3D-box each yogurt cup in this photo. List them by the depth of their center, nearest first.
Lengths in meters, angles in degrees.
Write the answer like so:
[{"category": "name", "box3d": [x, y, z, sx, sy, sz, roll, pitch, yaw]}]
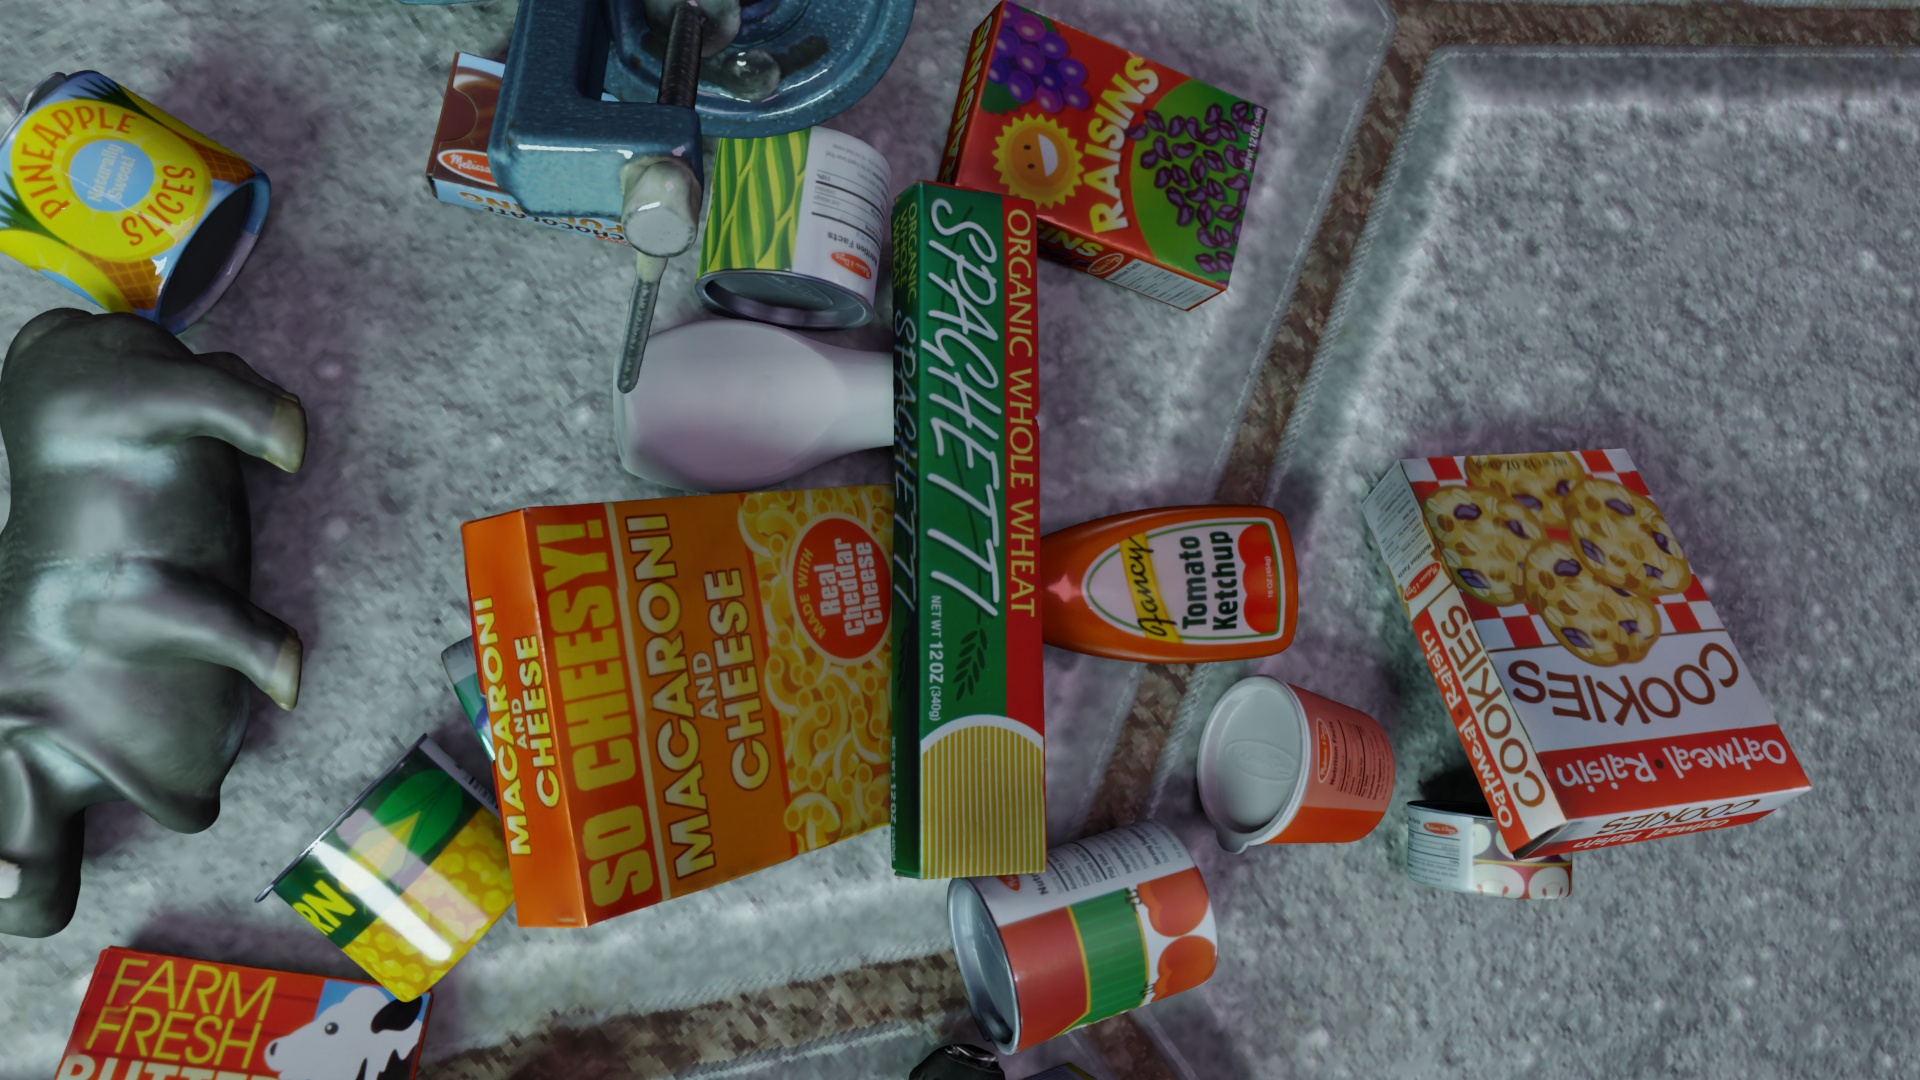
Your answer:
[{"category": "yogurt cup", "box3d": [0.137, 0.092, 0.563, 0.054, 0.072, 0.072, 14, 81, -24]}]

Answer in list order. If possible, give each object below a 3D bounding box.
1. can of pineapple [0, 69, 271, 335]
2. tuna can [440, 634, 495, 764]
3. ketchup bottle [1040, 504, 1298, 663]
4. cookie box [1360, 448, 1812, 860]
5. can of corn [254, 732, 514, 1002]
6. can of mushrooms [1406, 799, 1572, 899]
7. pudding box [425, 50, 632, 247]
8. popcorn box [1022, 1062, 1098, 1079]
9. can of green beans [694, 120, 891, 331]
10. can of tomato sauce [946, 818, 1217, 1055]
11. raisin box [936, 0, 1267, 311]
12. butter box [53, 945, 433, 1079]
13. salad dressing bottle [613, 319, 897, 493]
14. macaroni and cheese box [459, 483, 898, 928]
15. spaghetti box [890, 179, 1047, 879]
[{"category": "can of pineapple", "box3d": [-0.268, -0.108, 0.448, 0.058, 0.071, 0.071, 31, 76, -13]}, {"category": "tuna can", "box3d": [-0.146, 0.061, 0.473, 0.033, 0.071, 0.071, -27, 94, -17]}, {"category": "ketchup bottle", "box3d": [0.060, 0.019, 0.555, 0.149, 0.043, 0.064, -2, 85, -18]}, {"category": "cookie box", "box3d": [0.257, 0.042, 0.583, 0.123, 0.040, 0.168, -3, 58, -19]}, {"category": "can of corn", "box3d": [-0.181, 0.109, 0.456, 0.058, 0.071, 0.071, 45, 74, -9]}, {"category": "can of mushrooms", "box3d": [0.225, 0.129, 0.585, 0.071, 0.071, 0.033, 5, 84, -17]}, {"category": "pudding box", "box3d": [-0.147, -0.142, 0.511, 0.084, 0.030, 0.049, 11, 82, -16]}, {"category": "popcorn box", "box3d": [0.057, 0.267, 0.507, 0.038, 0.085, 0.126, -14, 89, -20]}, {"category": "can of green beans", "box3d": [-0.062, -0.116, 0.517, 0.071, 0.071, 0.058, 9, 81, -17]}, {"category": "can of tomato sauce", "box3d": [0.045, 0.150, 0.526, 0.083, 0.071, 0.071, -12, 89, -19]}, {"category": "raisin box", "box3d": [0.057, -0.157, 0.575, 0.123, 0.040, 0.086, 16, 81, -17]}, {"category": "butter box", "box3d": [-0.228, 0.166, 0.445, 0.103, 0.024, 0.053, 14, 48, -16]}, {"category": "salad dressing bottle", "box3d": [-0.054, -0.052, 0.526, 0.148, 0.044, 0.064, -5, 84, -20]}, {"category": "macaroni and cheese box", "box3d": [-0.078, 0.047, 0.467, 0.167, 0.040, 0.123, -6, 86, -51]}, {"category": "spaghetti box", "box3d": [0.002, -0.006, 0.500, 0.050, 0.028, 0.250, 3, 81, -25]}]
